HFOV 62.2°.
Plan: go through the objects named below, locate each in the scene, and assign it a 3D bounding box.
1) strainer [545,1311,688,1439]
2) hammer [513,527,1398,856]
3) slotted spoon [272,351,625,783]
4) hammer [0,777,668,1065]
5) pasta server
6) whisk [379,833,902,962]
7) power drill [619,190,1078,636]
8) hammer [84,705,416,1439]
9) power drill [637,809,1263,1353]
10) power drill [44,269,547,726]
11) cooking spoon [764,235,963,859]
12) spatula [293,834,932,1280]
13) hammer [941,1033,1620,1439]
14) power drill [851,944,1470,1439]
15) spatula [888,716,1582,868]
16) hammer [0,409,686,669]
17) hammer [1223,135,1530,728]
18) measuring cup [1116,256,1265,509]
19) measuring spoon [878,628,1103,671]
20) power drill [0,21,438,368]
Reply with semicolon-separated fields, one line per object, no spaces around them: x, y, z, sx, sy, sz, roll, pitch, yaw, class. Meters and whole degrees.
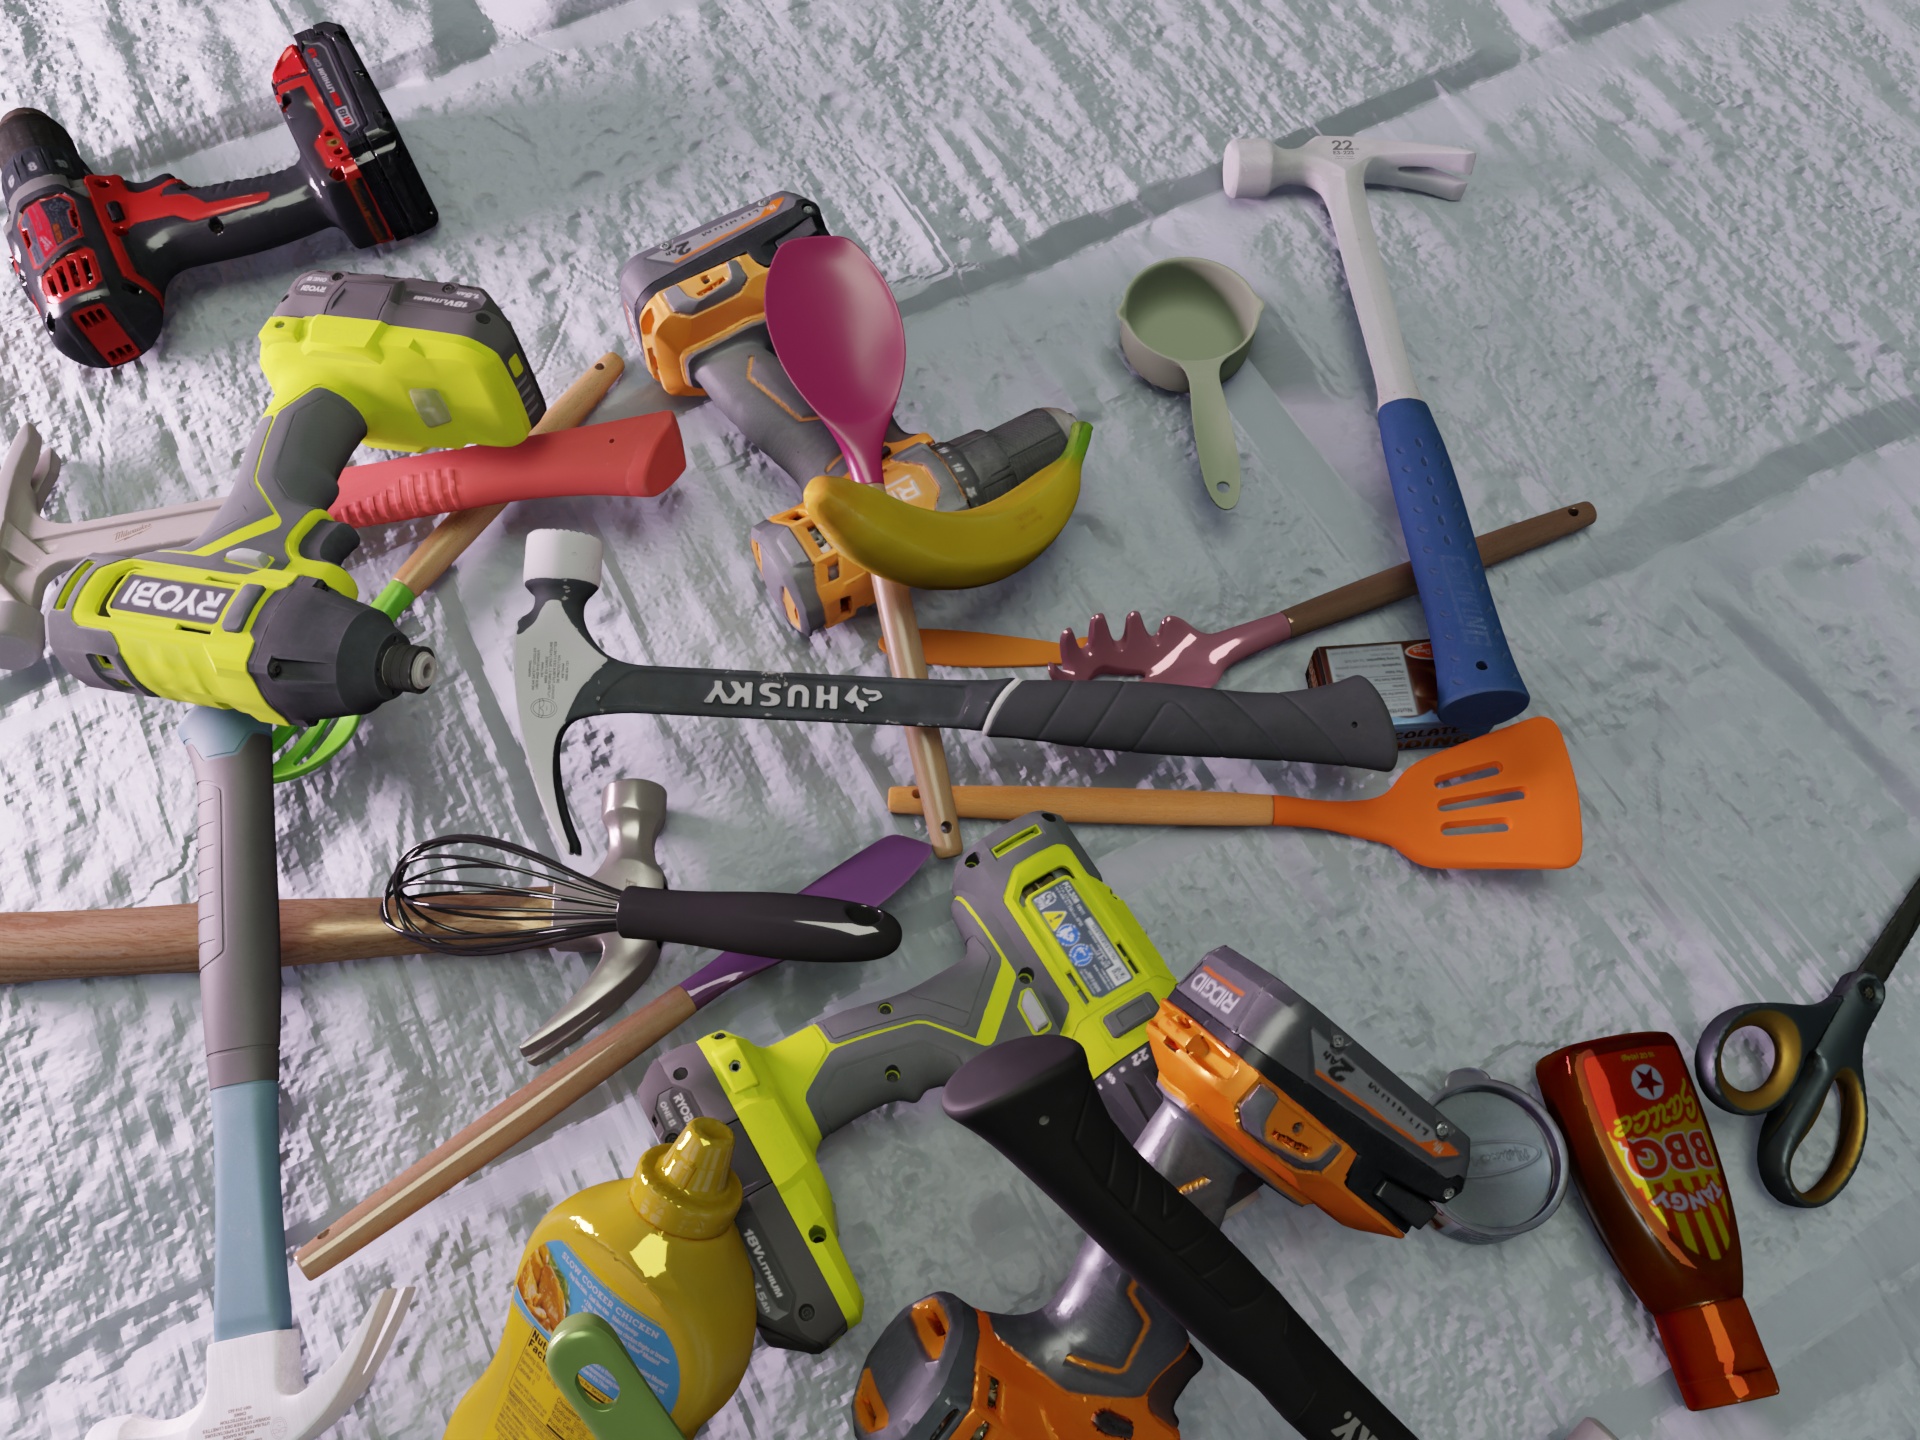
-0.069;0.304;0.570;0.151;0.069;0.256;-32;100;-3;strainer
-0.001;-0.002;0.735;0.409;0.036;0.149;3;83;-2;hammer
-0.273;-0.086;0.835;0.070;0.031;0.314;27;64;16;slotted spoon
-0.302;0.100;0.737;0.331;0.031;0.130;-3;63;-1;hammer
0.191;-0.061;0.814;0.316;0.040;0.060;-20;65;-11;pasta server
-0.140;0.082;0.683;0.239;0.055;0.055;4;63;12;whisk
-0.058;-0.174;0.850;0.185;0.084;0.226;-28;71;-13;power drill
-0.309;0.144;0.683;0.128;0.033;0.331;-11;72;0;hammer
-0.001;0.167;0.678;0.228;0.080;0.191;-27;70;-15;power drill
-0.288;-0.101;0.737;0.171;0.080;0.223;9;58;12;power drill
-0.039;-0.089;0.776;0.068;0.017;0.319;-10;81;-18;cooking spoon
-0.138;0.136;0.687;0.316;0.018;0.060;-33;23;-25;spatula
0.109;0.227;0.556;0.146;0.035;0.334;-44;111;-4;hammer
0.088;0.220;0.609;0.164;0.084;0.226;40;86;-17;power drill
0.126;0.037;0.762;0.322;0.041;0.081;1;59;2;spatula
-0.323;-0.121;0.826;0.359;0.036;0.149;-10;56;0;hammer
0.241;-0.176;0.853;0.144;0.035;0.406;-3;58;-2;hammer
0.131;-0.179;0.875;0.083;0.038;0.168;-5;65;-2;measuring cup
0.016;-0.038;0.816;0.117;0.011;0.021;3;63;2;measuring spoon
-0.445;-0.320;0.928;0.226;0.080;0.188;-27;66;-10;power drill
